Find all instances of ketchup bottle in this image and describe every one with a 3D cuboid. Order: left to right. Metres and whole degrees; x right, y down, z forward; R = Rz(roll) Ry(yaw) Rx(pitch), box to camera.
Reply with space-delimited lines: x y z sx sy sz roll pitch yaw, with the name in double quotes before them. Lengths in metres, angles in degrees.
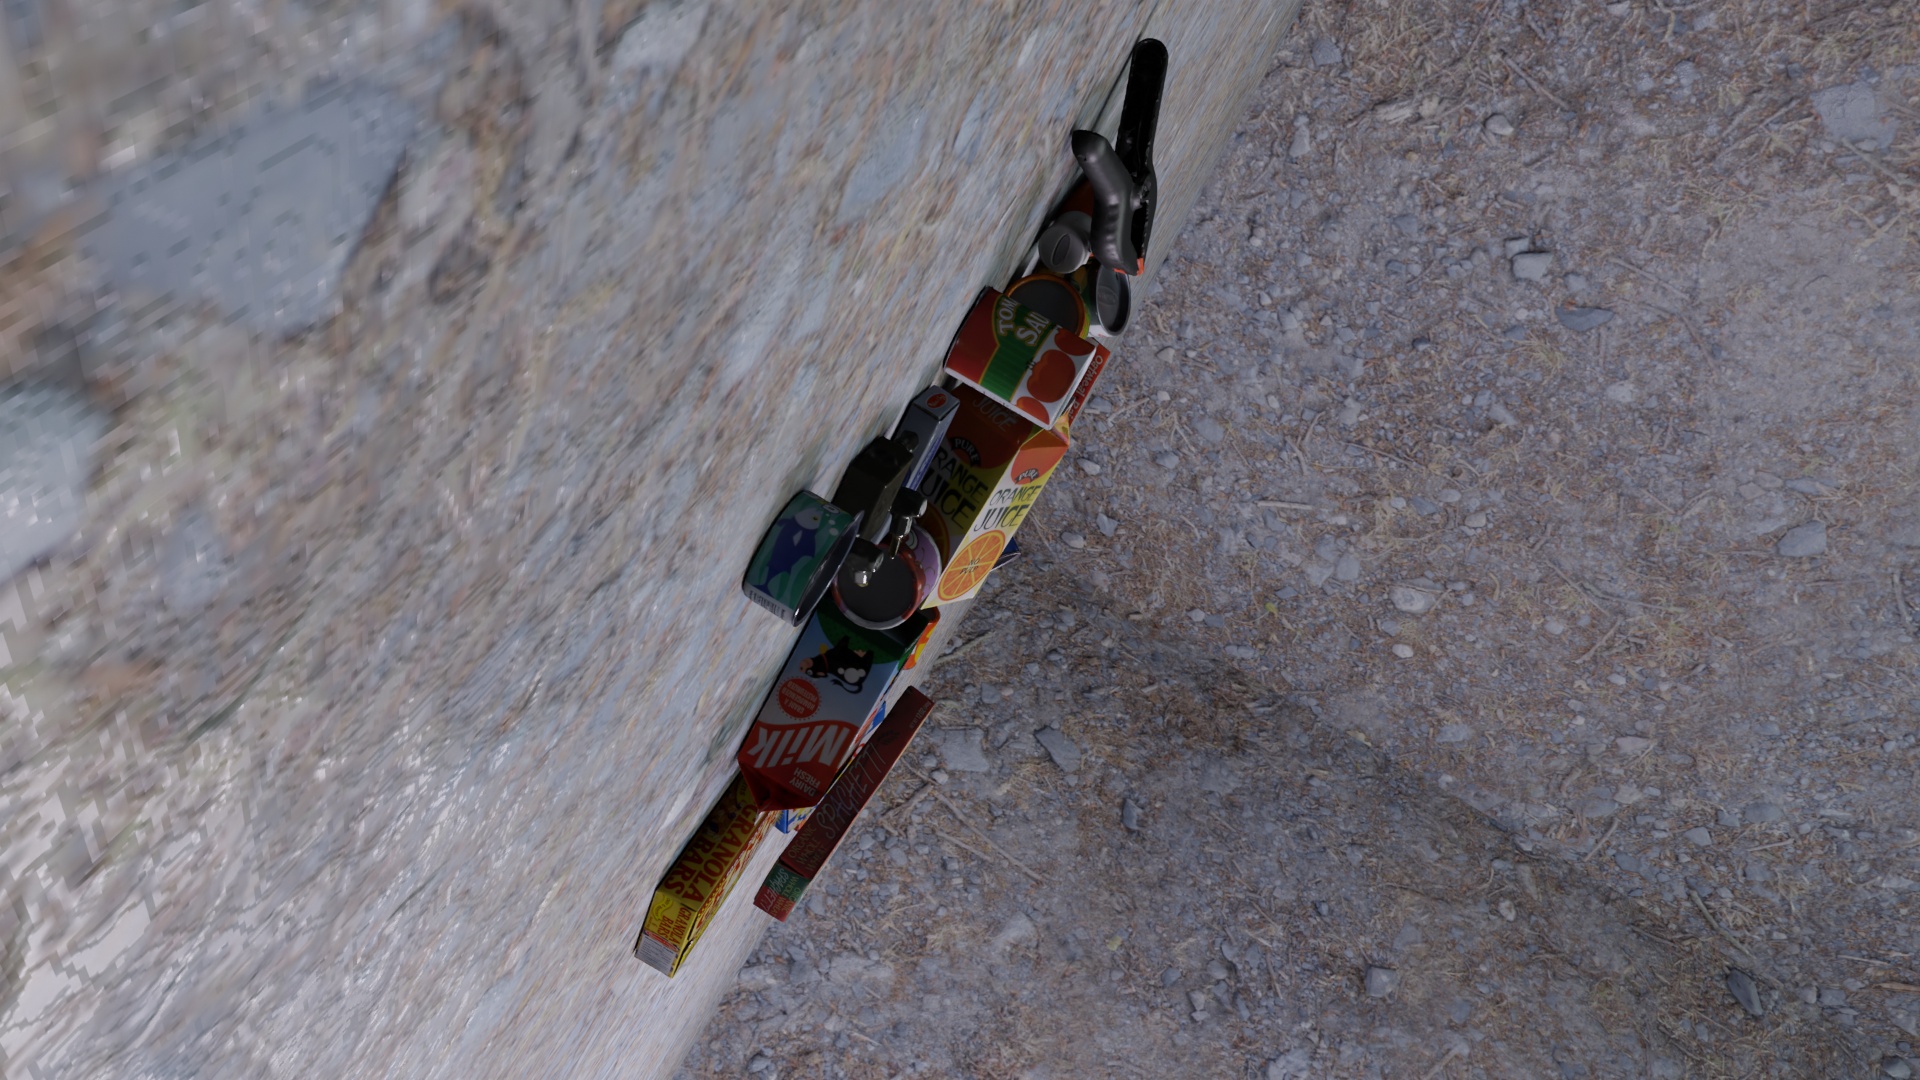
"ketchup bottle" 0.100 -0.247 1.067 0.149 0.043 0.064 -54 170 -52

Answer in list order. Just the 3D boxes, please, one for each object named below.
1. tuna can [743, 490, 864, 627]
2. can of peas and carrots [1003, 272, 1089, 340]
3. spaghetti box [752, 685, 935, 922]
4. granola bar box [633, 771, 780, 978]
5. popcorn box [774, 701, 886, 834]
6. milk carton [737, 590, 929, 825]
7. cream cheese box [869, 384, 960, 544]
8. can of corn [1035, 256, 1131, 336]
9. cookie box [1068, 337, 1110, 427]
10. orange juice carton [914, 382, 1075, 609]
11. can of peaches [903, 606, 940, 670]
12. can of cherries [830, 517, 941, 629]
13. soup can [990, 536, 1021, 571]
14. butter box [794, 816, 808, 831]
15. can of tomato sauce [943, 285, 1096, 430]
"tuna can" -0.081 0.007 0.724 0.071 0.033 0.071 -59 176 -6
"can of peas and carrots" 0.064 -0.167 1.038 0.071 0.071 0.059 -60 175 9
"spaghetti box" -0.082 0.191 1.046 0.050 0.029 0.251 -59 176 30
"granola bar box" -0.194 0.256 1.124 0.166 0.039 0.123 -56 175 -44
"popcorn box" -0.125 0.195 1.250 0.127 0.038 0.084 -39 153 -33
"milk carton" -0.104 0.128 1.050 0.190 0.073 0.072 -60 176 18
"cream cheese box" -0.037 -0.051 0.930 0.103 0.024 0.053 -61 175 24
"can of corn" 0.098 -0.200 1.121 0.071 0.058 0.071 -8 100 -59
"cookie box" 0.061 -0.111 1.301 0.168 0.040 0.122 -60 -161 -19
"orange juice carton" 0.011 -0.047 1.023 0.073 0.072 0.191 -9 136 -55
"can of peaches" -0.060 0.083 1.329 0.057 0.071 0.071 -62 176 22
"can of cherries" -0.053 0.021 0.981 0.071 0.071 0.058 -61 175 21
"soup can" 0.004 -0.014 1.123 0.071 0.084 0.071 -23 171 -4
"butter box" -0.151 0.225 1.339 0.104 0.053 0.024 -57 173 -37
"can of tomato sauce" 0.041 -0.124 0.938 0.071 0.083 0.071 -59 176 -6
